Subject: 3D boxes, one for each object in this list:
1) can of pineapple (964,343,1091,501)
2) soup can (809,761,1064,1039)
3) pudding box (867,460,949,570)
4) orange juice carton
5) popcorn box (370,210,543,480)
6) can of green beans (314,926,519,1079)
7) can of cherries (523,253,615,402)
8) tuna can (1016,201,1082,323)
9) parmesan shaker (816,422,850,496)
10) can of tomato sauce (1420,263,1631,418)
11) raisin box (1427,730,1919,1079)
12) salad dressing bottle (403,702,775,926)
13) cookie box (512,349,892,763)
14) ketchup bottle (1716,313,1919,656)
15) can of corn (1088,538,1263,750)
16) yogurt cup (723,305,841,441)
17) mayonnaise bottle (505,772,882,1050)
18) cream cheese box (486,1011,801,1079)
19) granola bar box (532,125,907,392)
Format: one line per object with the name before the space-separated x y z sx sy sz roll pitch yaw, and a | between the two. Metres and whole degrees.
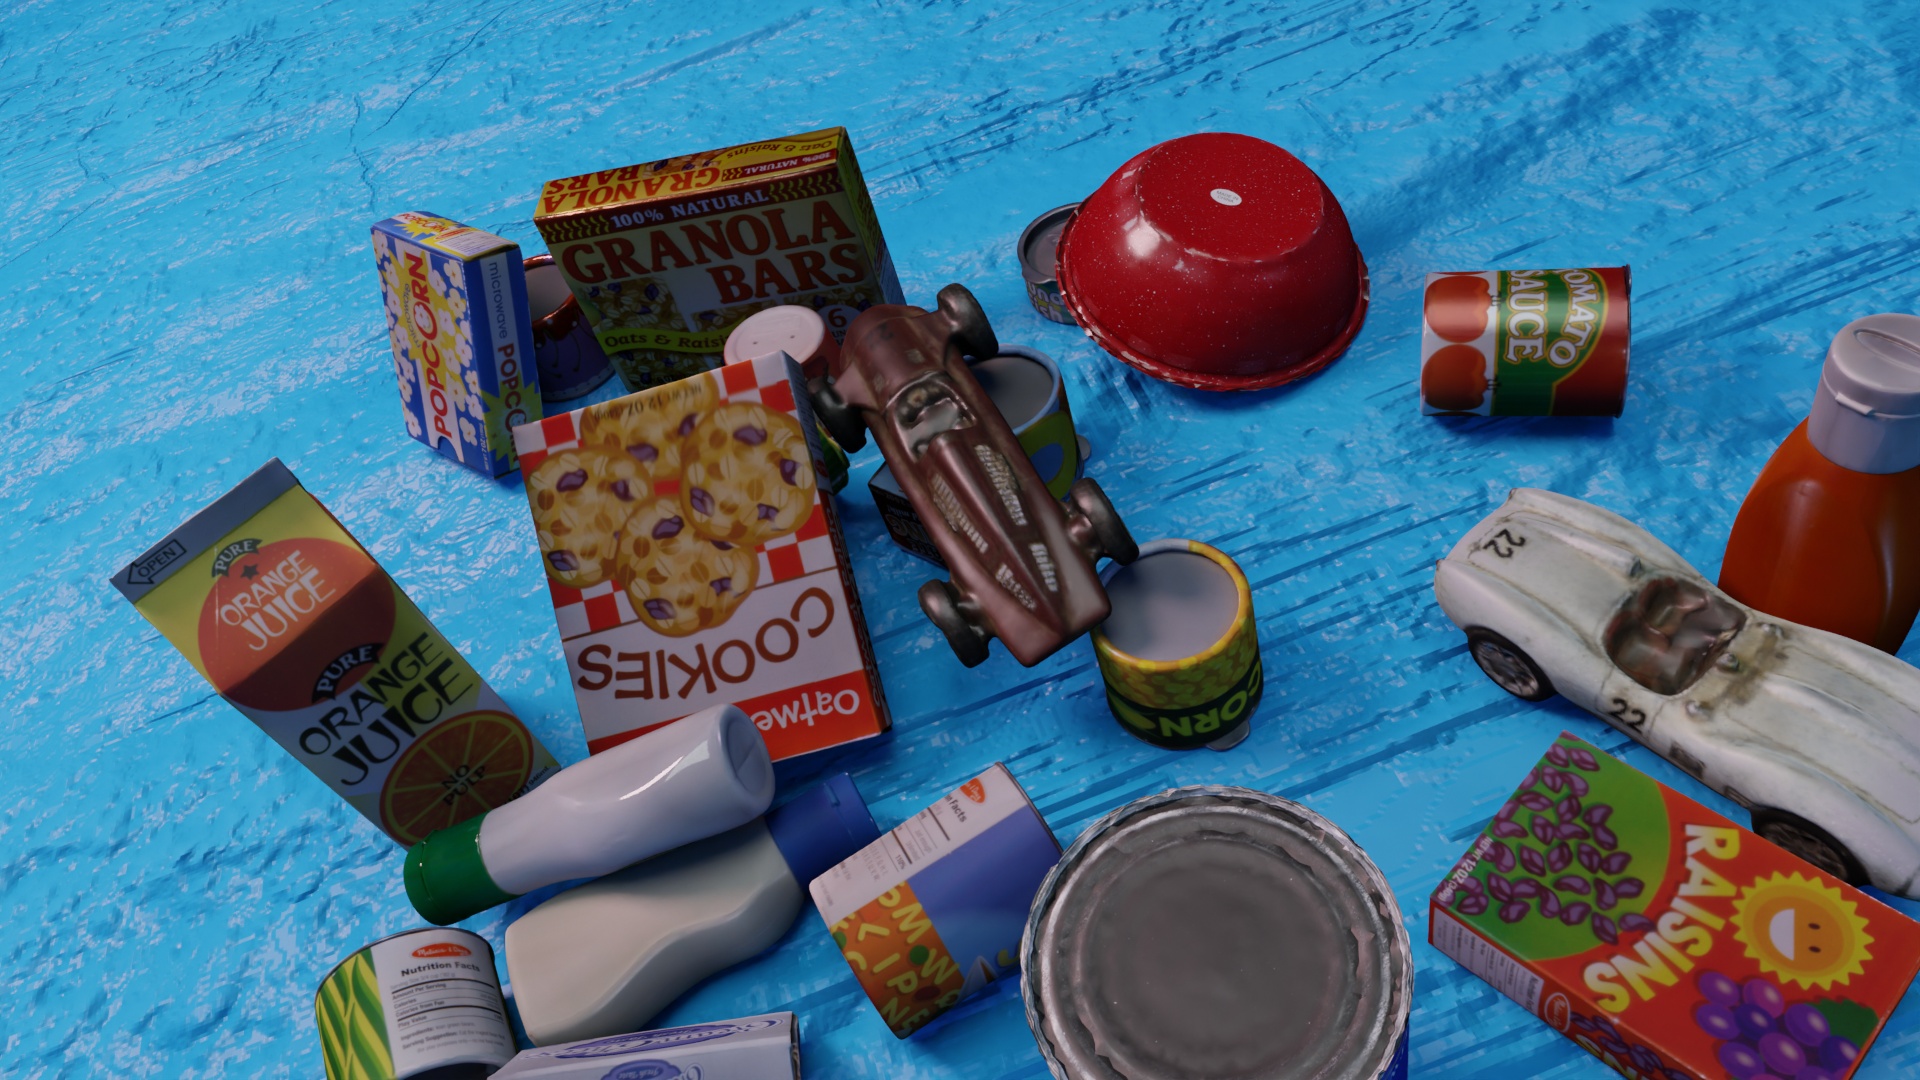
can of pineapple | 0.023 -0.053 0.663 0.071 0.057 0.071 -9 48 10
soup can | -0.002 0.133 0.509 0.084 0.071 0.071 -31 49 -9
pudding box | 0.002 -0.008 0.637 0.084 0.049 0.030 24 63 31
orange juice carton | -0.251 0.051 0.568 0.072 0.191 0.073 -43 51 -19
popcorn box | -0.271 -0.107 0.753 0.085 0.126 0.038 23 35 32
can of green beans | -0.202 0.189 0.520 0.071 0.071 0.058 -28 49 -8
can of cherries | -0.234 -0.125 0.803 0.071 0.058 0.072 -9 49 10
tuna can | 0.064 -0.149 0.750 0.071 0.032 0.071 -8 49 10
parmesan shaker | -0.111 -0.016 0.666 0.071 0.071 0.103 29 63 34
can of tomato sauce | 0.249 -0.089 0.618 0.083 0.071 0.071 2 51 19
raisin box | 0.231 0.131 0.456 0.086 0.040 0.123 -42 50 -20
salad dressing bottle | -0.147 0.110 0.545 0.147 0.044 0.064 -23 13 12
cookie box | -0.109 0.017 0.596 0.123 0.040 0.167 -15 85 5
ketchup bottle | 0.307 -0.012 0.482 0.043 0.148 0.065 -36 50 -12
can of corn | 0.088 0.043 0.561 0.071 0.058 0.071 -9 49 10
yogurt cup | -0.090 -0.086 0.730 0.072 0.053 0.073 -8 48 10
mayonnaise bottle | -0.101 0.143 0.546 0.148 0.041 0.065 -28 42 -9
cream cheese box | -0.107 0.187 0.484 0.104 0.053 0.024 -6 81 -7
granola bar box | -0.125 -0.146 0.745 0.165 0.123 0.039 -7 48 11
